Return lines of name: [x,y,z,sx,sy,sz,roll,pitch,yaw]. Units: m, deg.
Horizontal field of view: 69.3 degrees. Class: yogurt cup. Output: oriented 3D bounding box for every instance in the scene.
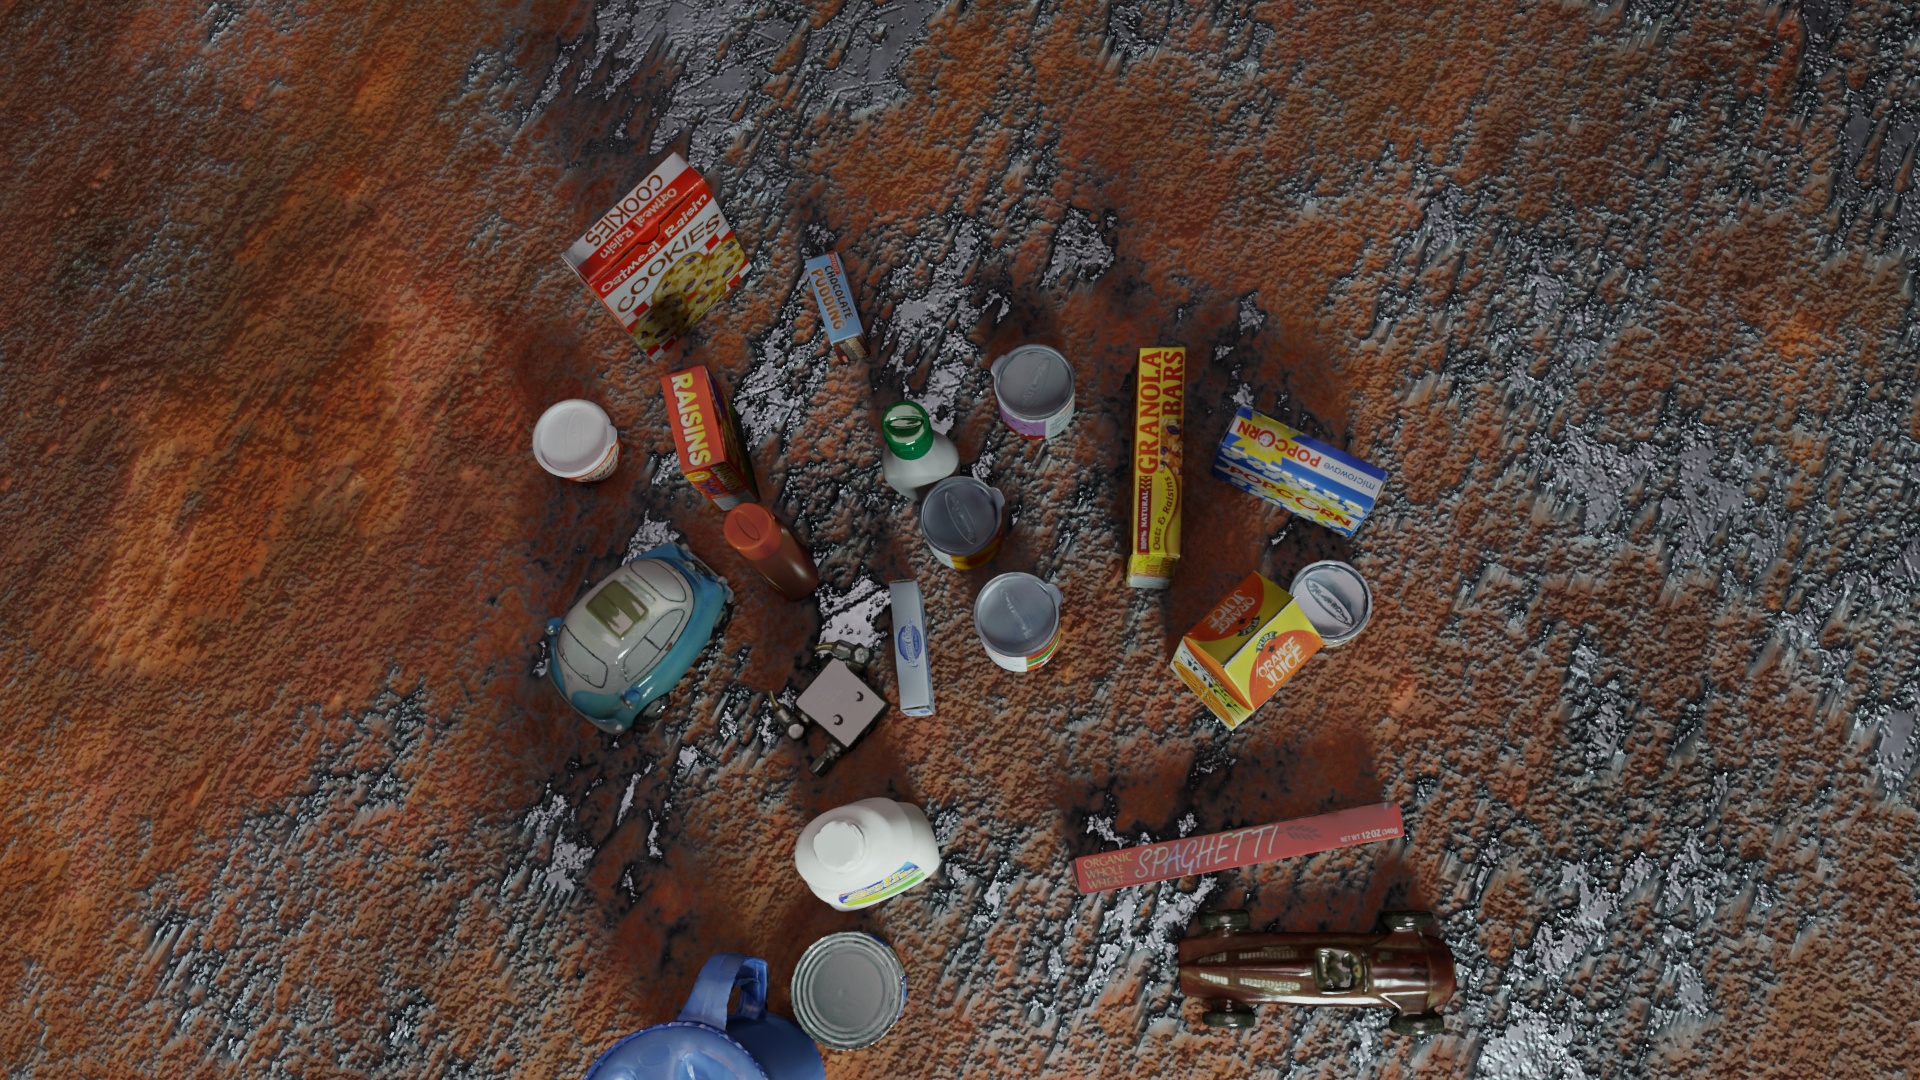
yogurt cup: [-0.320,-0.080,1.175,0.072,0.054,0.072,-1,76,4]

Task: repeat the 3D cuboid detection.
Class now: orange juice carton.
orange juice carton: [0.209,0.082,1.021,0.072,0.192,0.073,-42,77,-6]

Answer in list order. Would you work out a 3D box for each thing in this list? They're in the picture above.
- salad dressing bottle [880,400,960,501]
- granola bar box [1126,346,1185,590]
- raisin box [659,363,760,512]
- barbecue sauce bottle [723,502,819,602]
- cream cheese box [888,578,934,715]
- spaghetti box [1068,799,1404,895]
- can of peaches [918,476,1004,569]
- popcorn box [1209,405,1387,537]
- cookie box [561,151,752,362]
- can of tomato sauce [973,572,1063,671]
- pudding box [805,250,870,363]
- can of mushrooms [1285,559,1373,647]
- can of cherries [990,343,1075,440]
salad dressing bottle: [-0.035,-0.070,1.102,0.064,0.147,0.044,-3,76,4]
granola bar box: [0.152,-0.054,1.095,0.039,0.124,0.166,2,76,5]
raisin box: [-0.202,-0.081,1.130,0.040,0.123,0.086,-15,76,1]
barbecue sauce bottle: [-0.150,0.006,1.091,0.044,0.148,0.065,-38,77,-5]
cream cheese box: [-0.039,0.087,1.111,0.024,0.053,0.104,-7,76,3]
spaghetti box: [0.207,0.234,1.056,0.250,0.050,0.029,-11,76,2]
can of peaches: [0.004,-0.014,1.131,0.071,0.058,0.071,-1,76,4]
popcorn box: [0.267,-0.053,1.106,0.127,0.085,0.038,26,80,10]
cookie box: [-0.245,-0.229,1.148,0.040,0.167,0.123,43,83,13]
can of tomato sauce: [0.048,0.064,1.095,0.071,0.083,0.071,-1,76,4]
pudding box: [-0.104,-0.200,1.190,0.030,0.049,0.084,-18,75,0]
can of mushrooms: [0.289,0.052,1.104,0.071,0.033,0.071,-1,76,4]
can of cherries: [0.060,-0.124,1.154,0.071,0.058,0.071,-1,76,4]
